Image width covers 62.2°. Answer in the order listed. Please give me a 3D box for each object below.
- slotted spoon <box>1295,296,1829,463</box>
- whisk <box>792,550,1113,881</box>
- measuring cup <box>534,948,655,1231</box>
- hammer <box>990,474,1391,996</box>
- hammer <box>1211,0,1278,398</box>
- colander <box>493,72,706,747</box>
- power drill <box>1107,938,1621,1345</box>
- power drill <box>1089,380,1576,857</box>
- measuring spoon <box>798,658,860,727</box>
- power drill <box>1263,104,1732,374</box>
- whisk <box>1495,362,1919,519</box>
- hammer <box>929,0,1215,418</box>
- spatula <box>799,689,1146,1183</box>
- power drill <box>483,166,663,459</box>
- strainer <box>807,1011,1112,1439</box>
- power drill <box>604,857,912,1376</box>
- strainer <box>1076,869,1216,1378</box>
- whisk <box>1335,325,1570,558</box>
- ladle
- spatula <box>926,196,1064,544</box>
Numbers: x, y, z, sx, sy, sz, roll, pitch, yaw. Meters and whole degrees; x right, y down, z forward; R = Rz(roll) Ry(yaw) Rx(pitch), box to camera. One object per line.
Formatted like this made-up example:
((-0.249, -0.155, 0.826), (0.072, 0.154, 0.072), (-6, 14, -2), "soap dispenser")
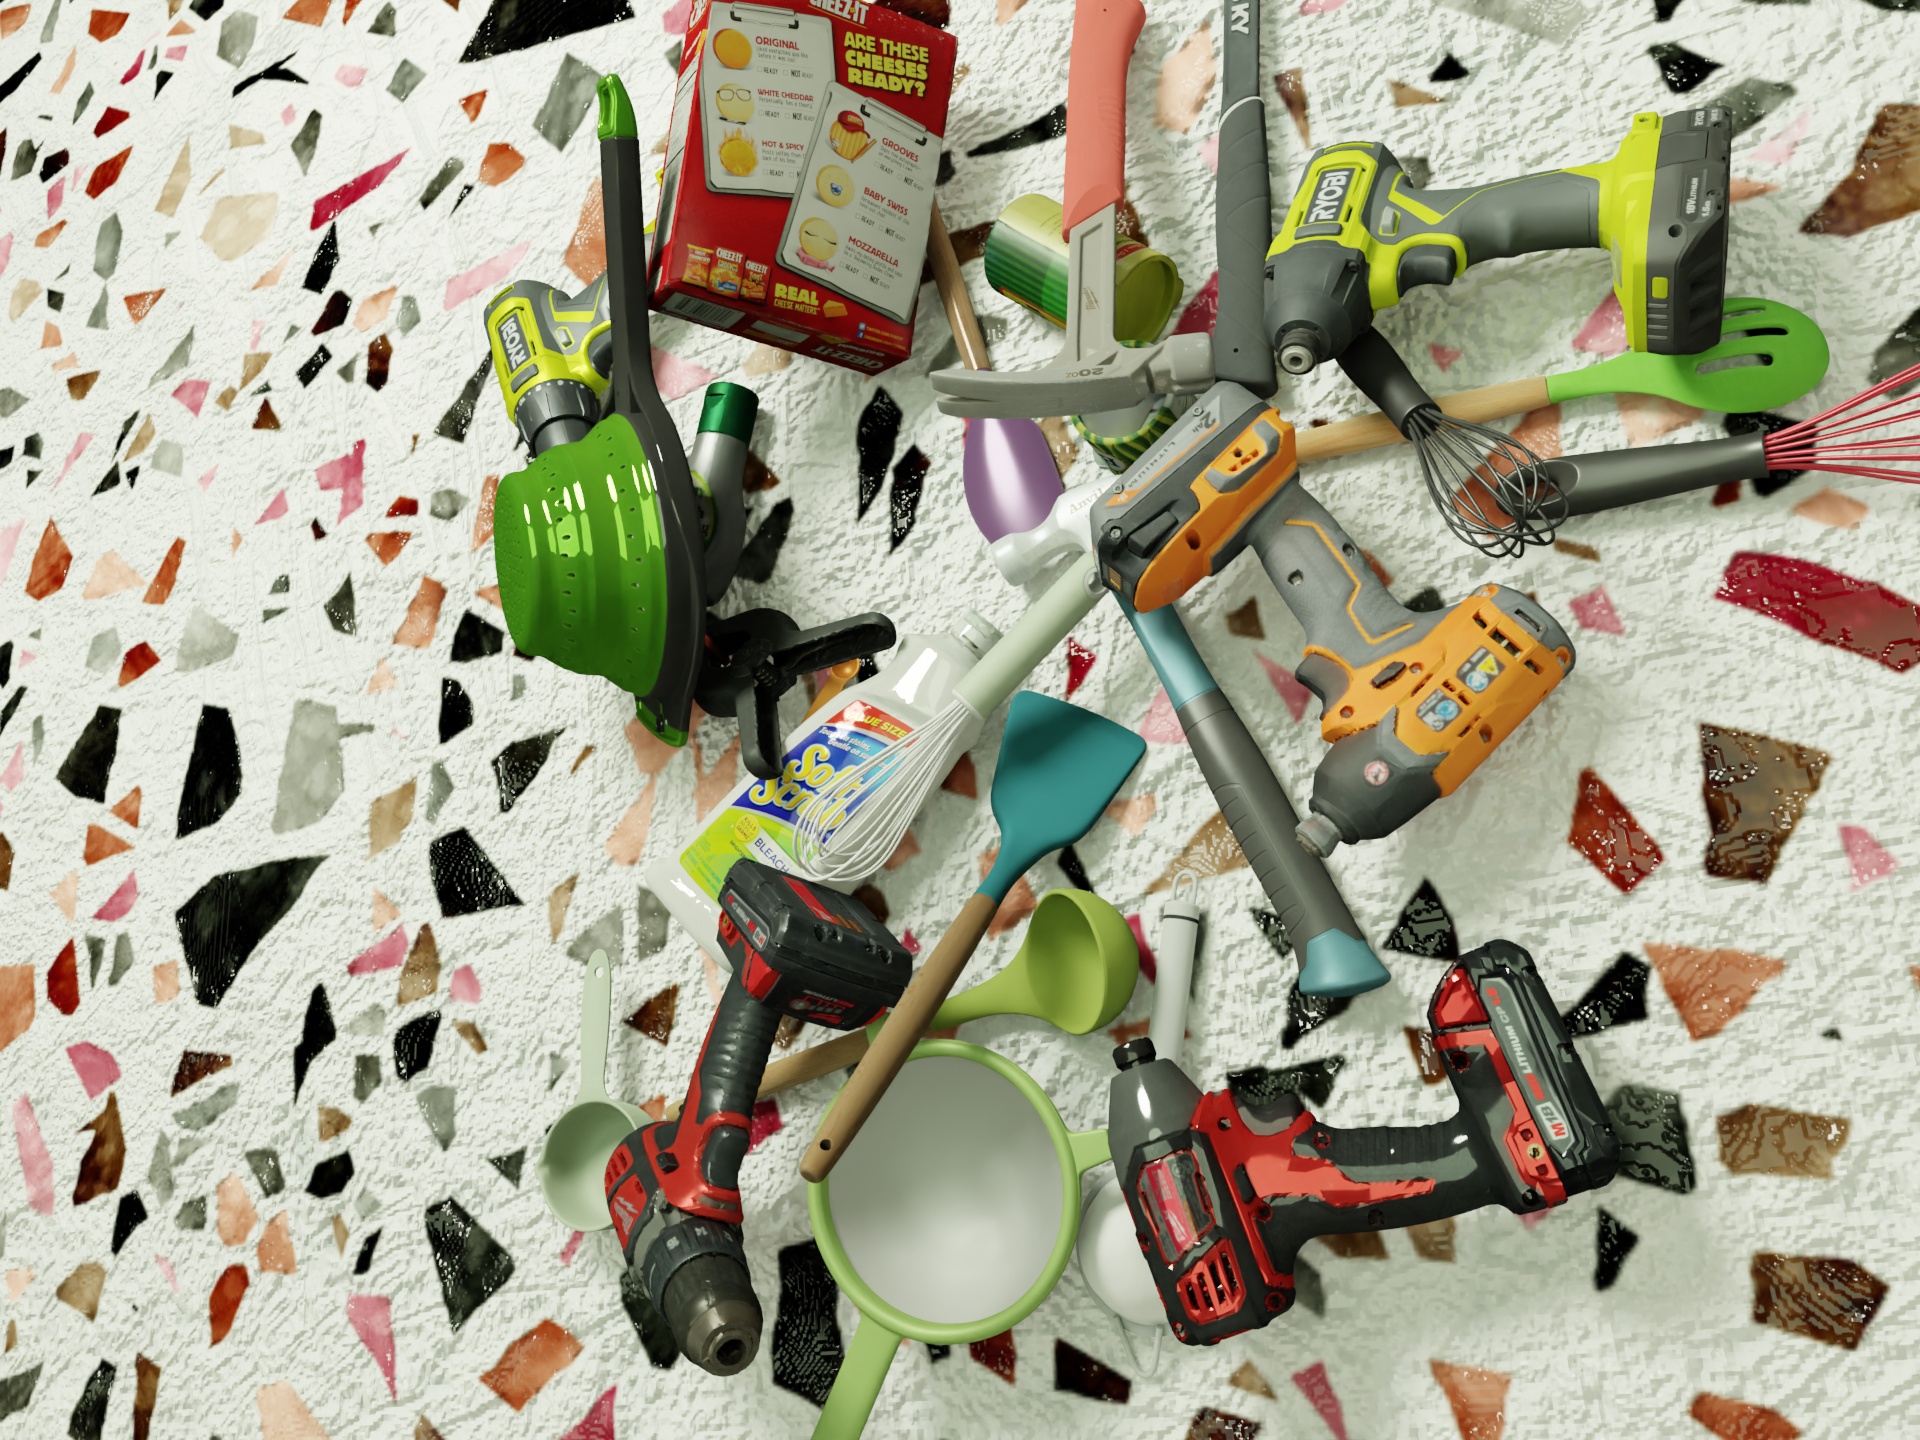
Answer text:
((0.287, -0.169, 0.850), (0.314, 0.031, 0.070), (-9, 63, 25), "slotted spoon")
((-0.001, -0.003, 0.880), (0.246, 0.057, 0.059), (-46, 26, -2), "whisk")
((-0.214, 0.225, 0.971), (0.083, 0.038, 0.168), (-12, 68, 23), "measuring cup")
((0.135, 0.003, 0.866), (0.128, 0.033, 0.331), (-30, 65, 12), "hammer")
((0.176, -0.384, 0.966), (0.149, 0.036, 0.409), (-4, 73, 24), "hammer")
((-0.231, -0.178, 0.955), (0.205, 0.094, 0.397), (24, 118, 61), "colander")
((0.178, 0.190, 0.747), (0.219, 0.078, 0.143), (-24, 68, 10), "power drill")
((0.171, -0.048, 0.810), (0.164, 0.084, 0.227), (-45, 74, -6), "power drill")
((-0.092, 0.010, 0.993), (0.021, 0.011, 0.117), (26, 91, 21), "measuring spoon")
((0.273, -0.242, 0.825), (0.223, 0.080, 0.171), (3, 50, 27), "power drill")
((0.409, -0.132, 0.764), (0.296, 0.073, 0.073), (-7, 72, 31), "whisk")
((0.069, -0.316, 0.932), (0.149, 0.036, 0.359), (-2, 55, 10), "hammer")
((0.001, 0.104, 0.817), (0.082, 0.044, 0.318), (23, 46, 14), "spatula")
((-0.223, -0.273, 1.096), (0.228, 0.080, 0.191), (-35, 55, 15), "power drill")
((-0.021, 0.293, 0.839), (0.151, 0.069, 0.256), (23, 90, 24), "strainer")
((-0.111, 0.205, 0.831), (0.226, 0.080, 0.188), (-65, 26, 3), "power drill")
((0.099, 0.203, 0.824), (0.087, 0.050, 0.258), (-4, 69, 40), "strainer")
((0.240, -0.157, 0.821), (0.055, 0.055, 0.239), (-34, 39, 13), "whisk")
((-0.044, 0.175, 0.892), (0.320, 0.062, 0.078), (-24, 68, 21), "ladle")
((0.004, -0.240, 1.014), (0.060, 0.018, 0.316), (-22, 67, 14), "spatula")
